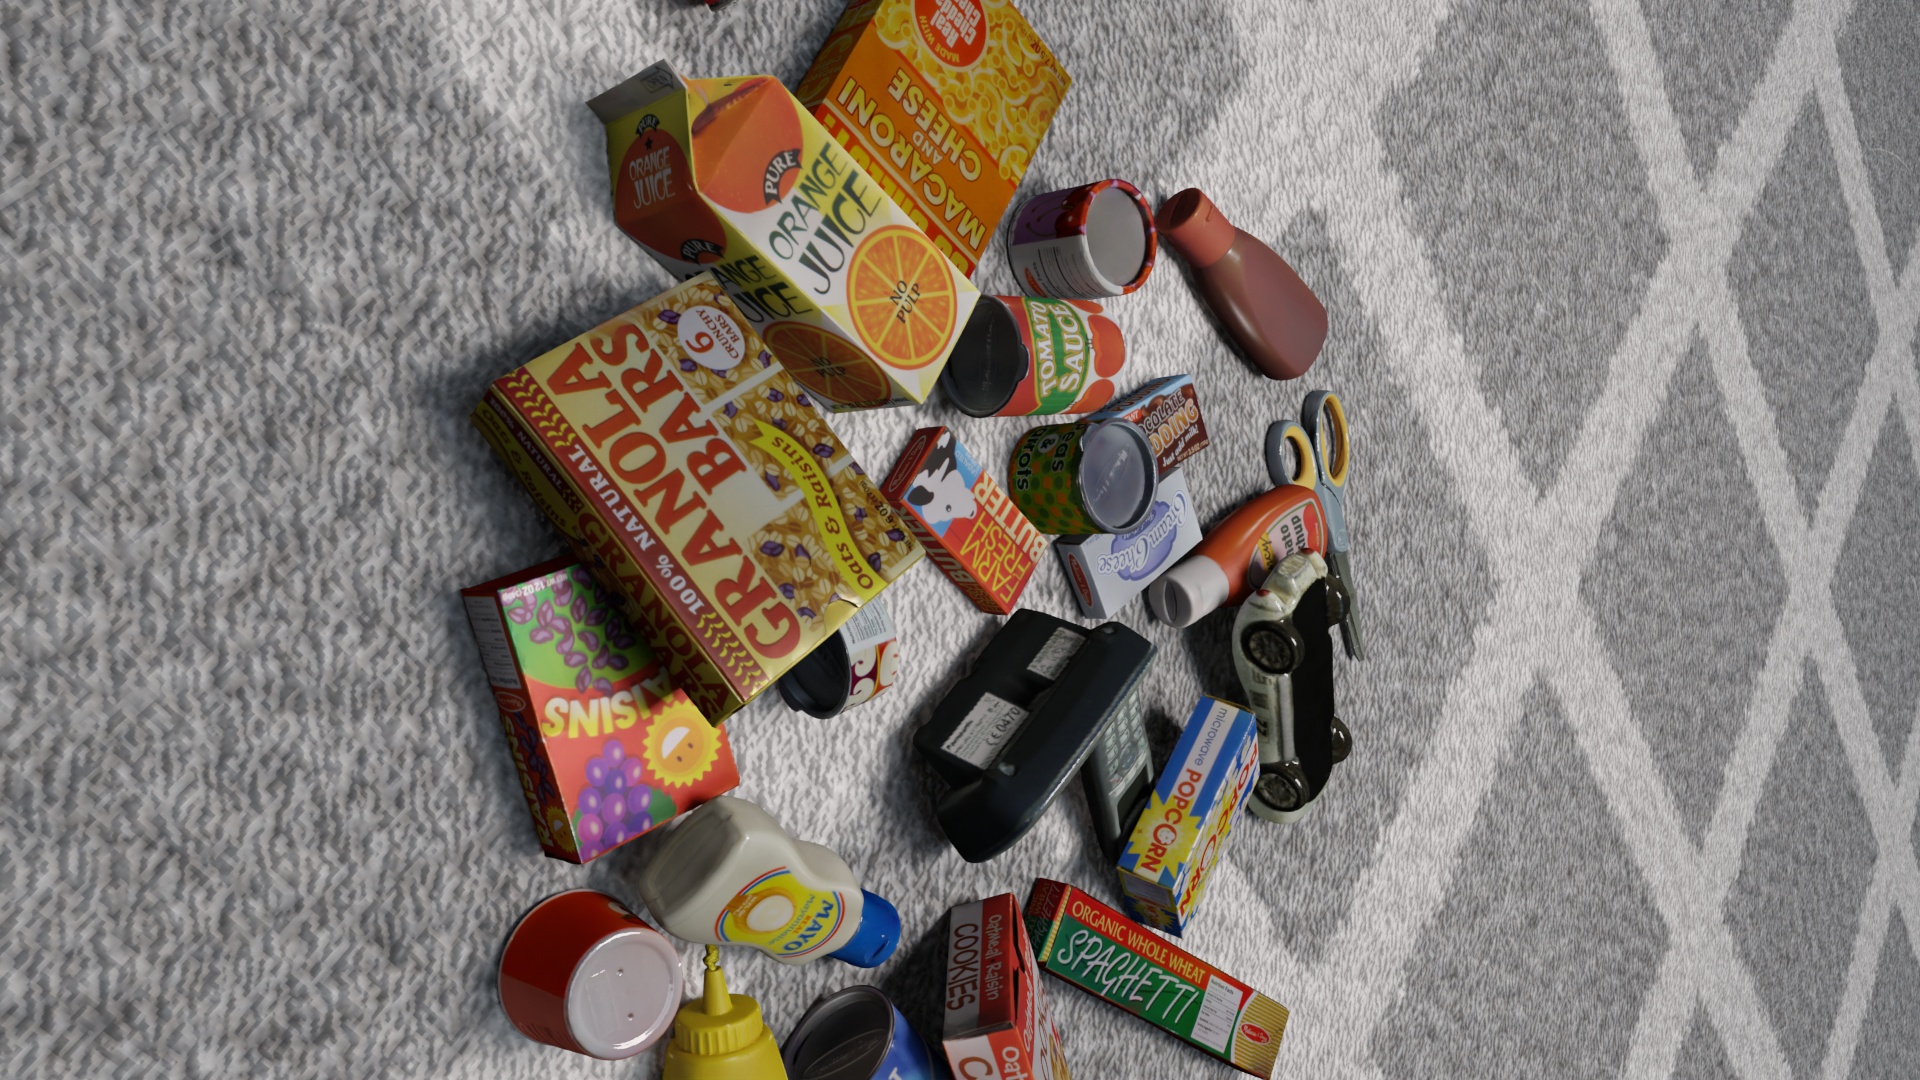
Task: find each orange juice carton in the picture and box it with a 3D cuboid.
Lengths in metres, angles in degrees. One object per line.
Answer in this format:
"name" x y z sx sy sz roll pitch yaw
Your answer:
"orange juice carton" -0.086 -0.145 0.649 0.192 0.071 0.073 41 63 -34

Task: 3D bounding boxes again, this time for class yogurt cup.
"yogurt cup" -0.156 0.188 0.596 0.072 0.054 0.072 0 89 -41

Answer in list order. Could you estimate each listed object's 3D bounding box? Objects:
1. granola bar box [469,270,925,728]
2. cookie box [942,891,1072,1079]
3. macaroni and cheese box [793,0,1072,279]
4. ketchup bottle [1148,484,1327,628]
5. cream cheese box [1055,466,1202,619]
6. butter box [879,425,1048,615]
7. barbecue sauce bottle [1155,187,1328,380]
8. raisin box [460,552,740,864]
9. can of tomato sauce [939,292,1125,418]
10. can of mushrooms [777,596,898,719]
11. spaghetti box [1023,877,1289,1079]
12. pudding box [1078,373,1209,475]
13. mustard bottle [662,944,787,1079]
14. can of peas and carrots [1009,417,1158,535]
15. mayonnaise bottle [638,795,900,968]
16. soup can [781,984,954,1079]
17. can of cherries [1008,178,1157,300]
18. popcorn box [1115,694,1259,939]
"granola bar box" -0.109 -0.022 0.604 0.165 0.039 0.125 52 49 -3
"cookie box" 0.034 0.289 0.726 0.123 0.040 0.167 -85 159 -75
"macaroni and cheese box" -0.019 -0.222 0.731 0.123 0.040 0.167 41 63 -34
"ketchup bottle" 0.182 0.014 0.907 0.149 0.043 0.064 -25 114 -39
"cream cheese box" 0.105 0.000 0.851 0.104 0.024 0.053 -36 114 -36
"butter box" 0.003 -0.010 0.759 0.103 0.024 0.053 47 60 -31
"barbecue sauce bottle" 0.185 -0.170 0.911 0.148 0.043 0.065 38 65 -34
"raisin box" -0.155 0.066 0.608 0.086 0.040 0.123 -23 104 -41
"can of tomato sauce" 0.041 -0.101 0.764 0.083 0.071 0.071 -6 94 -42
"can of mushrooms" -0.064 0.052 0.674 0.033 0.071 0.071 -20 103 -41
"spaghetti box" 0.125 0.276 0.864 0.249 0.028 0.050 37 66 -35
"pudding box" 0.113 -0.066 0.855 0.084 0.030 0.049 -30 108 -38
"mustard bottle" -0.108 0.265 0.641 0.065 0.049 0.160 -10 96 -43
"can of peas and carrots" 0.069 -0.037 0.796 0.071 0.058 0.071 1 89 -42
"mayonnaise bottle" -0.081 0.168 0.653 0.065 0.041 0.148 -48 139 0
"soup can" -0.039 0.276 0.689 0.072 0.071 0.083 -52 122 -29
"can of cherries" 0.072 -0.173 0.799 0.071 0.058 0.071 0 91 -42
"popcorn box" 0.143 0.169 0.853 0.127 0.038 0.085 -58 152 -26
